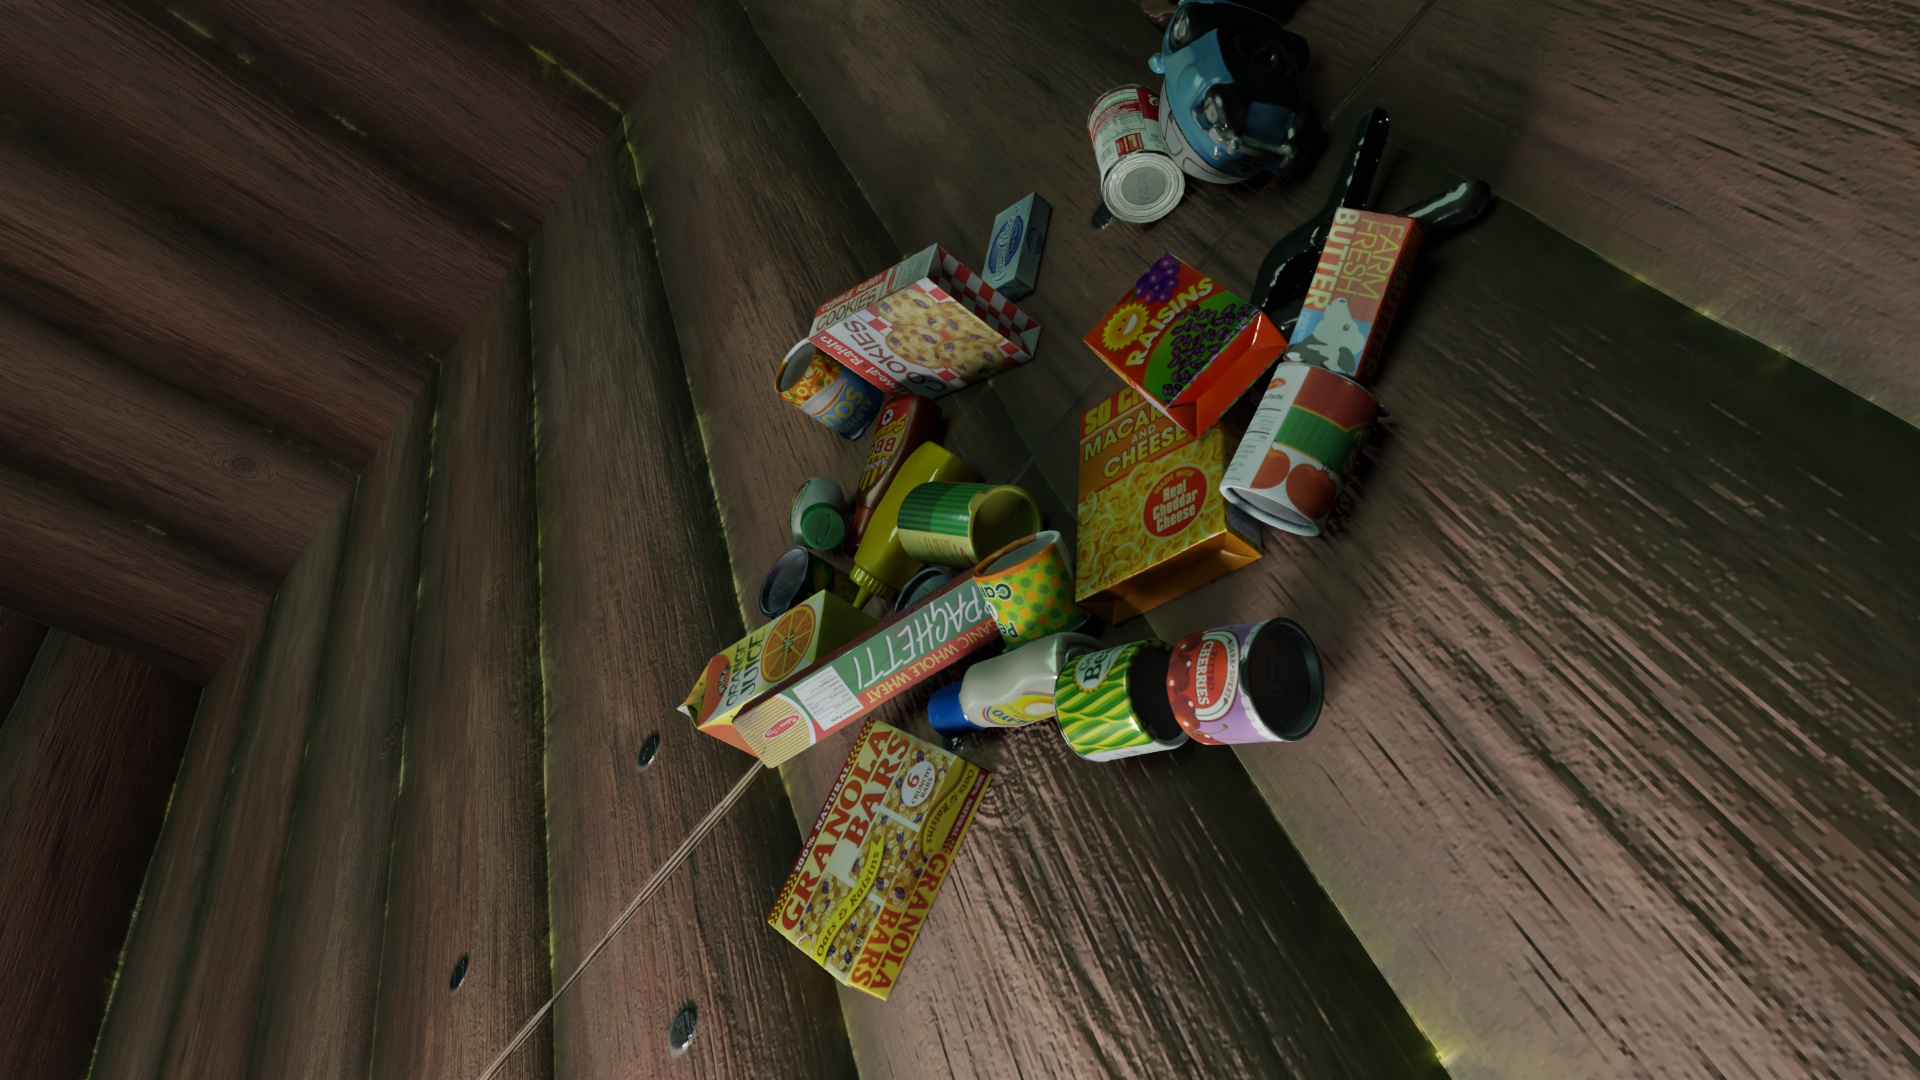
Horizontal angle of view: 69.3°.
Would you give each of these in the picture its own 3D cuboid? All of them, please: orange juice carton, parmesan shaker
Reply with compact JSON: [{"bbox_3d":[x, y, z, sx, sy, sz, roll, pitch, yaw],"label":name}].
[{"bbox_3d":[-0.150,0.120,1.140,0.192,0.071,0.073,-31,40,36],"label":"orange juice carton"},{"bbox_3d":[0.004,-0.013,1.046,0.103,0.071,0.071,7,69,56],"label":"parmesan shaker"}]

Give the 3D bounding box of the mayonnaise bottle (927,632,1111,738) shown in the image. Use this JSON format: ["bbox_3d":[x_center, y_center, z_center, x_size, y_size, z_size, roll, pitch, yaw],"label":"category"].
[{"bbox_3d":[0.037,0.099,0.915,0.147,0.065,0.041,-26,51,46],"label":"mayonnaise bottle"}]

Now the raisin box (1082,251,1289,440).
[{"bbox_3d":[0.144,-0.130,0.910,0.086,0.040,0.124,-46,35,7],"label":"raisin box"}]

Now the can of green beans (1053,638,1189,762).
[{"bbox_3d":[0.099,0.095,0.825,0.057,0.071,0.071,-21,47,44],"label":"can of green beans"}]

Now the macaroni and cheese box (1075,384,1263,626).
[{"bbox_3d":[0.135,-0.041,0.920,0.123,0.040,0.167,-29,42,37],"label":"macaroni and cheese box"}]

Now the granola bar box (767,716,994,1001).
[{"bbox_3d":[-0.059,0.214,0.963,0.124,0.039,0.166,10,71,57],"label":"granola bar box"}]

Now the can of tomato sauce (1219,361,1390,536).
[{"bbox_3d":[0.201,-0.052,0.816,0.071,0.071,0.083,16,77,58],"label":"can of tomato sauce"}]

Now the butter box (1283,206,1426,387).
[{"bbox_3d":[0.241,-0.150,0.849,0.053,0.024,0.103,23,96,40],"label":"butter box"}]

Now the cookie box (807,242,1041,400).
[{"bbox_3d":[-0.033,-0.180,1.193,0.167,0.123,0.040,-16,50,47],"label":"cookie box"}]

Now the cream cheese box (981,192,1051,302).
[{"bbox_3d":[0.048,-0.258,1.244,0.053,0.024,0.104,-22,46,45],"label":"cream cheese box"}]

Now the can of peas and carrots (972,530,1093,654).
[{"bbox_3d":[0.047,0.034,0.930,0.071,0.058,0.071,-25,11,5],"label":"can of peas and carrots"}]

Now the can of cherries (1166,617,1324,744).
[{"bbox_3d":[0.154,0.077,0.760,0.058,0.071,0.072,-13,53,49],"label":"can of cherries"}]

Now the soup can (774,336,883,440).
[{"bbox_3d":[-0.126,-0.144,1.327,0.071,0.083,0.072,-34,39,33],"label":"soup can"}]

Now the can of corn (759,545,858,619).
[{"bbox_3d":[-0.129,0.049,1.187,0.071,0.058,0.071,-34,39,33],"label":"can of corn"}]

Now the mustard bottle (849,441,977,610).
[{"bbox_3d":[-0.048,-0.003,1.130,0.160,0.049,0.065,-57,31,2],"label":"mustard bottle"}]

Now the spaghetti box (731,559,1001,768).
[{"bbox_3d":[-0.057,0.090,1.017,0.249,0.050,0.029,-32,13,20],"label":"spaghetti box"}]

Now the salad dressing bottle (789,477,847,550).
[{"bbox_3d":[-0.123,-0.020,1.208,0.148,0.044,0.064,-142,70,-78],"label":"salad dressing bottle"}]

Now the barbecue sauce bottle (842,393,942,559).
[{"bbox_3d":[-0.061,-0.052,1.196,0.064,0.043,0.149,-15,52,52],"label":"barbecue sauce bottle"}]

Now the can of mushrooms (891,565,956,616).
[{"bbox_3d":[-0.022,0.057,1.055,0.071,0.033,0.071,-33,40,33],"label":"can of mushrooms"}]
